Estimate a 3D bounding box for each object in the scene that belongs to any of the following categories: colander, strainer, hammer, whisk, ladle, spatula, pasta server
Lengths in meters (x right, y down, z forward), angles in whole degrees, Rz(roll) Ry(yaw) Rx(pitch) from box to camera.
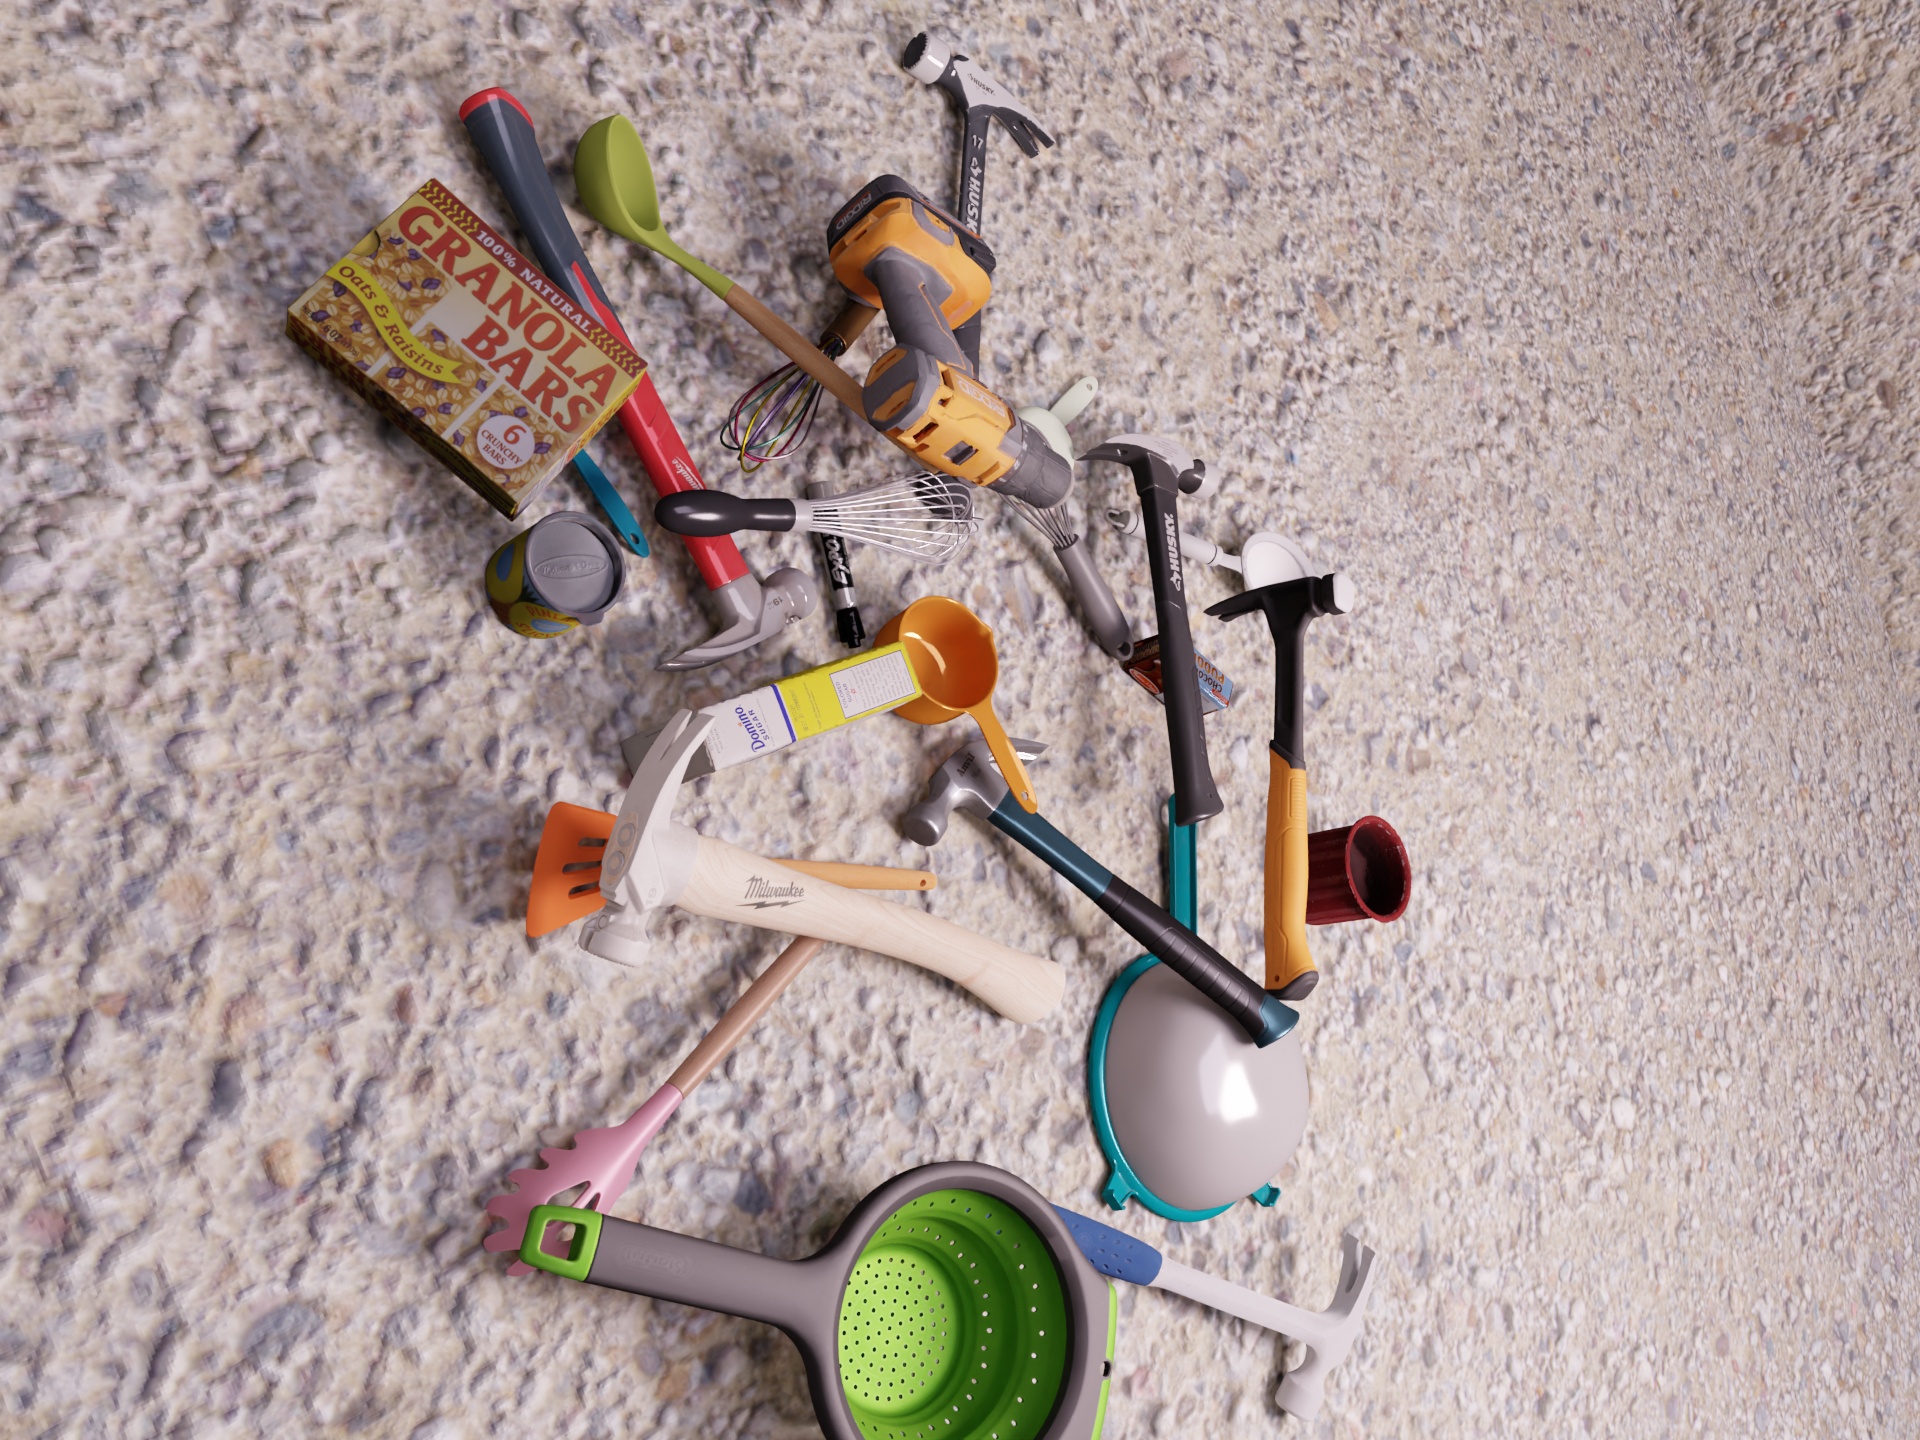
[{"bbox_3d":[-0.088,0.353,0.960,0.396,0.094,0.205,24,62,-27],"label":"colander"},{"bbox_3d":[0.227,-0.145,1.408,0.258,0.050,0.087,16,62,-31],"label":"strainer"},{"bbox_3d":[-0.226,-0.218,1.019,0.143,0.038,0.386,-36,101,-53],"label":"hammer"},{"bbox_3d":[0.205,0.217,1.247,0.210,0.095,0.340,13,71,-38],"label":"strainer"},{"bbox_3d":[0.082,-0.137,1.257,0.238,0.055,0.055,58,48,-30],"label":"whisk"},{"bbox_3d":[-0.104,-0.259,1.155,0.245,0.051,0.047,-60,138,-39],"label":"whisk"},{"bbox_3d":[0.150,0.399,1.166,0.405,0.035,0.144,29,86,-28],"label":"hammer"},{"bbox_3d":[-0.088,-0.137,1.074,0.284,0.070,0.070,-7,83,-46],"label":"whisk"},{"bbox_3d":[-0.129,-0.283,1.079,0.320,0.062,0.078,39,25,-11],"label":"ladle"},{"bbox_3d":[0.166,-0.077,1.269,0.146,0.035,0.335,13,64,-39],"label":"hammer"},{"bbox_3d":[-0.134,0.099,1.020,0.322,0.041,0.081,8,96,-41],"label":"spatula"},{"bbox_3d":[0.006,-0.348,1.275,0.149,0.036,0.409,18,67,-38],"label":"hammer"},{"bbox_3d":[-0.057,0.121,1.023,0.410,0.038,0.146,27,80,-47],"label":"hammer"},{"bbox_3d":[0.115,0.133,1.173,0.331,0.033,0.128,39,49,-5],"label":"hammer"},{"bbox_3d":[0.252,0.052,1.263,0.034,0.127,0.337,18,69,-44],"label":"hammer"},{"bbox_3d":[-0.161,0.207,0.967,0.060,0.040,0.316,56,49,-15],"label":"pasta server"}]

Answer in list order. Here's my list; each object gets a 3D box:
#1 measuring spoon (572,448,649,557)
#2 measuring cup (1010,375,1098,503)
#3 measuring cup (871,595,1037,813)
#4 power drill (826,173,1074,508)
[{"bbox_3d":[-0.243,-0.154,1.017,0.128,0.021,0.042,57,28,-25],"label":"measuring spoon"},{"bbox_3d":[0.082,-0.244,1.306,0.083,0.038,0.168,53,52,-17],"label":"measuring cup"},{"bbox_3d":[-0.002,-0.004,1.148,0.095,0.052,0.173,-32,94,-42],"label":"measuring cup"},{"bbox_3d":[-0.003,-0.259,1.134,0.185,0.084,0.226,23,43,-44],"label":"power drill"}]
